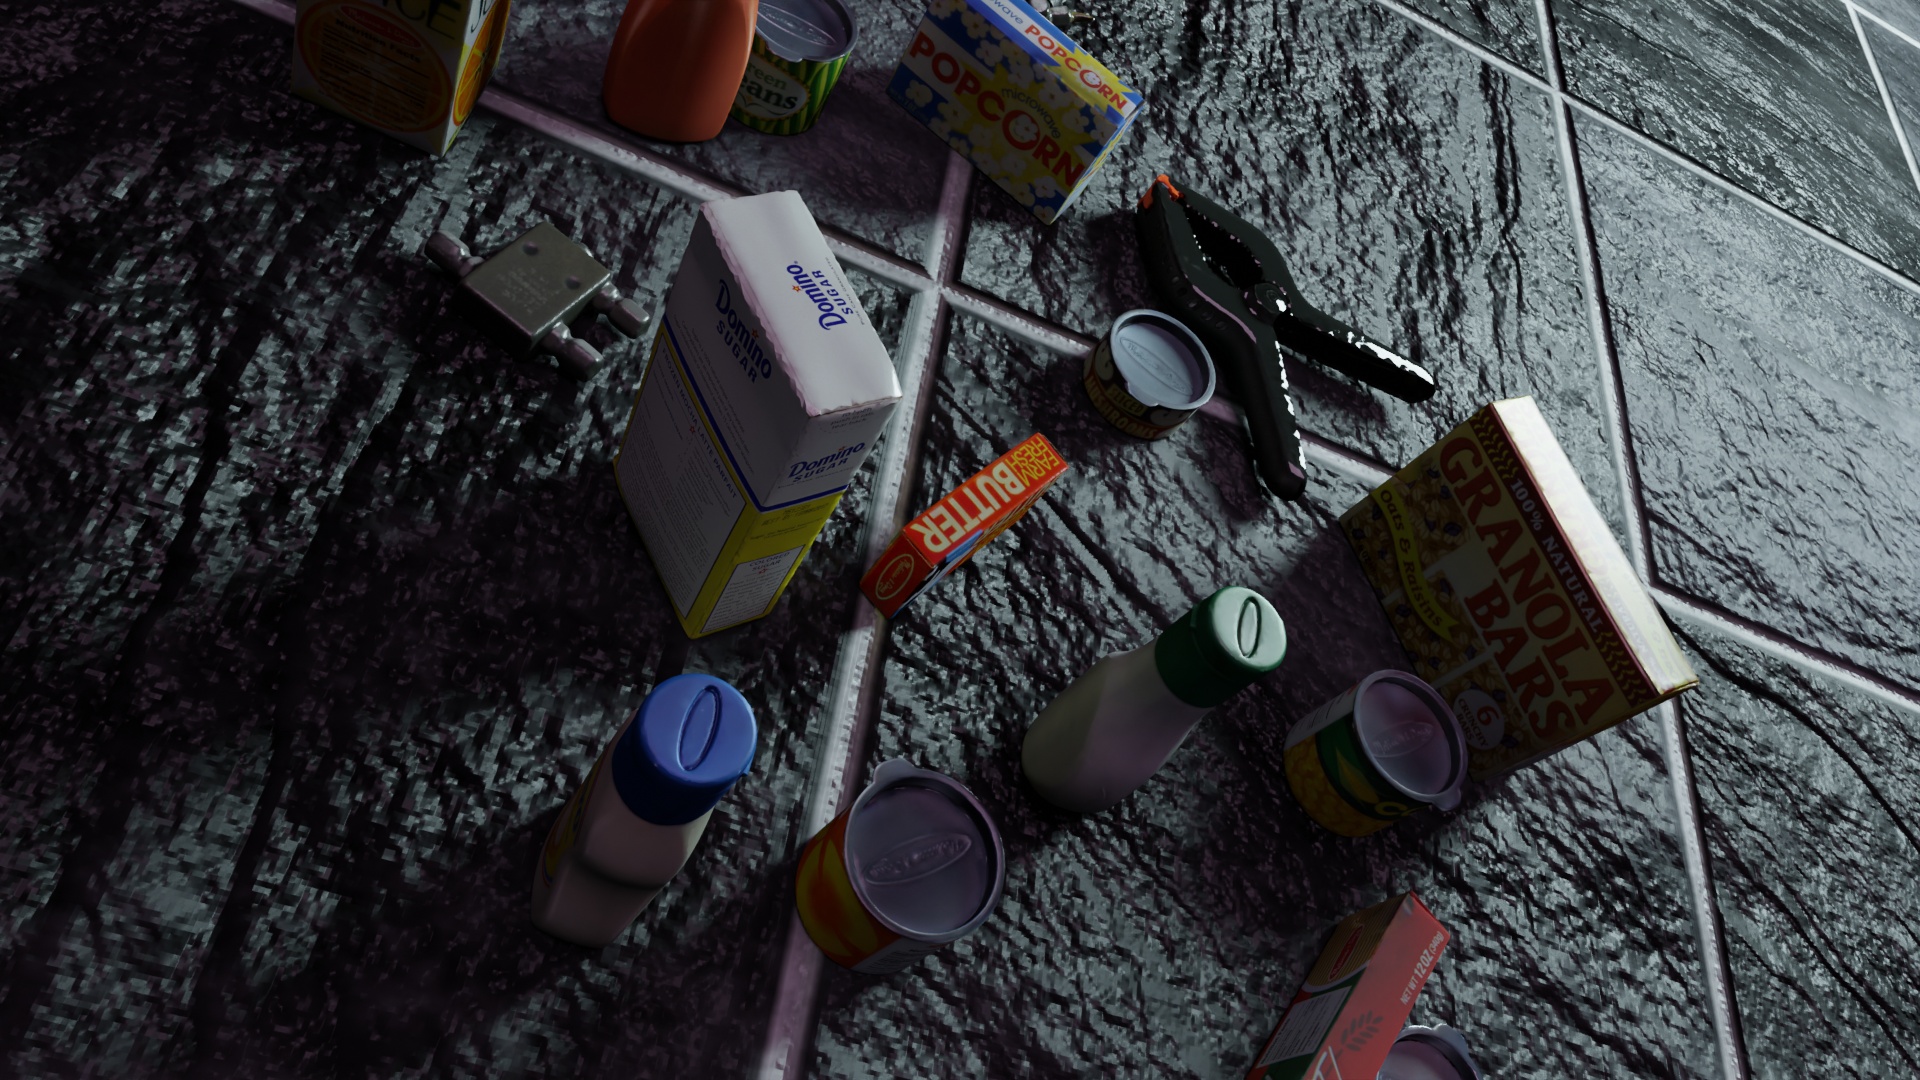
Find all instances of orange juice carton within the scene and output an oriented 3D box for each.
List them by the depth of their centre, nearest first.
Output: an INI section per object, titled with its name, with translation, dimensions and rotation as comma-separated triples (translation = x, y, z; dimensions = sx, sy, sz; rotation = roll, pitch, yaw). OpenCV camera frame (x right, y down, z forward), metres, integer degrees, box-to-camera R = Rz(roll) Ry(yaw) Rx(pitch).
[orange juice carton]
translation = -0.228, -0.262, 0.586
dimensions = 0.073, 0.191, 0.072
rotation = 23, 53, -15

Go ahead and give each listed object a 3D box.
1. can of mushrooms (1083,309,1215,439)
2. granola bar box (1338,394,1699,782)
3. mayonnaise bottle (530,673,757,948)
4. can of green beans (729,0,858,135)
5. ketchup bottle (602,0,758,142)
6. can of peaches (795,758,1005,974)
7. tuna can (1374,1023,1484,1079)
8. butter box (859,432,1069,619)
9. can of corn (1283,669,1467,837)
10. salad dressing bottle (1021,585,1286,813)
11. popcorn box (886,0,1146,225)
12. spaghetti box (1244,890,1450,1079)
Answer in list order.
[can of mushrooms]
translation = 0.101, -0.089, 0.757
dimensions = 0.071, 0.033, 0.071
rotation = 13, 56, -21
[granola bar box]
translation = 0.283, 0.027, 0.725
dimensions = 0.039, 0.123, 0.166
rotation = -9, 66, -32
[mayonnaise bottle]
translation = -0.107, 0.089, 0.463
dimensions = 0.041, 0.147, 0.065
rotation = 23, 53, -14
[can of green beans]
translation = -0.096, -0.260, 0.742
dimensions = 0.071, 0.057, 0.071
rotation = 13, 56, -21
[ketchup bottle]
translation = -0.126, -0.257, 0.665
dimensions = 0.065, 0.148, 0.044
rotation = 3, 61, -27
[can of peaches]
translation = -0.025, 0.128, 0.541
dimensions = 0.071, 0.057, 0.071
rotation = 13, 56, -21
[tuna can]
translation = 0.196, 0.246, 0.603
dimensions = 0.071, 0.032, 0.071
rotation = 13, 56, -21
[butter box]
translation = 0.002, -0.008, 0.642
dimensions = 0.024, 0.053, 0.104
rotation = 49, 51, 6
[can of corn]
translation = 0.201, 0.107, 0.675
dimensions = 0.071, 0.058, 0.071
rotation = 13, 56, -21
[salad dressing bottle]
translation = 0.077, 0.067, 0.575
dimensions = 0.044, 0.147, 0.064
rotation = 27, 52, -12
[popcorn box]
translation = 0.029, -0.252, 0.786
dimensions = 0.127, 0.084, 0.038
rotation = 39, 51, -2
[spaghetti box]
translation = 0.126, 0.240, 0.558
dimensions = 0.029, 0.050, 0.251
rotation = 46, 51, 4
